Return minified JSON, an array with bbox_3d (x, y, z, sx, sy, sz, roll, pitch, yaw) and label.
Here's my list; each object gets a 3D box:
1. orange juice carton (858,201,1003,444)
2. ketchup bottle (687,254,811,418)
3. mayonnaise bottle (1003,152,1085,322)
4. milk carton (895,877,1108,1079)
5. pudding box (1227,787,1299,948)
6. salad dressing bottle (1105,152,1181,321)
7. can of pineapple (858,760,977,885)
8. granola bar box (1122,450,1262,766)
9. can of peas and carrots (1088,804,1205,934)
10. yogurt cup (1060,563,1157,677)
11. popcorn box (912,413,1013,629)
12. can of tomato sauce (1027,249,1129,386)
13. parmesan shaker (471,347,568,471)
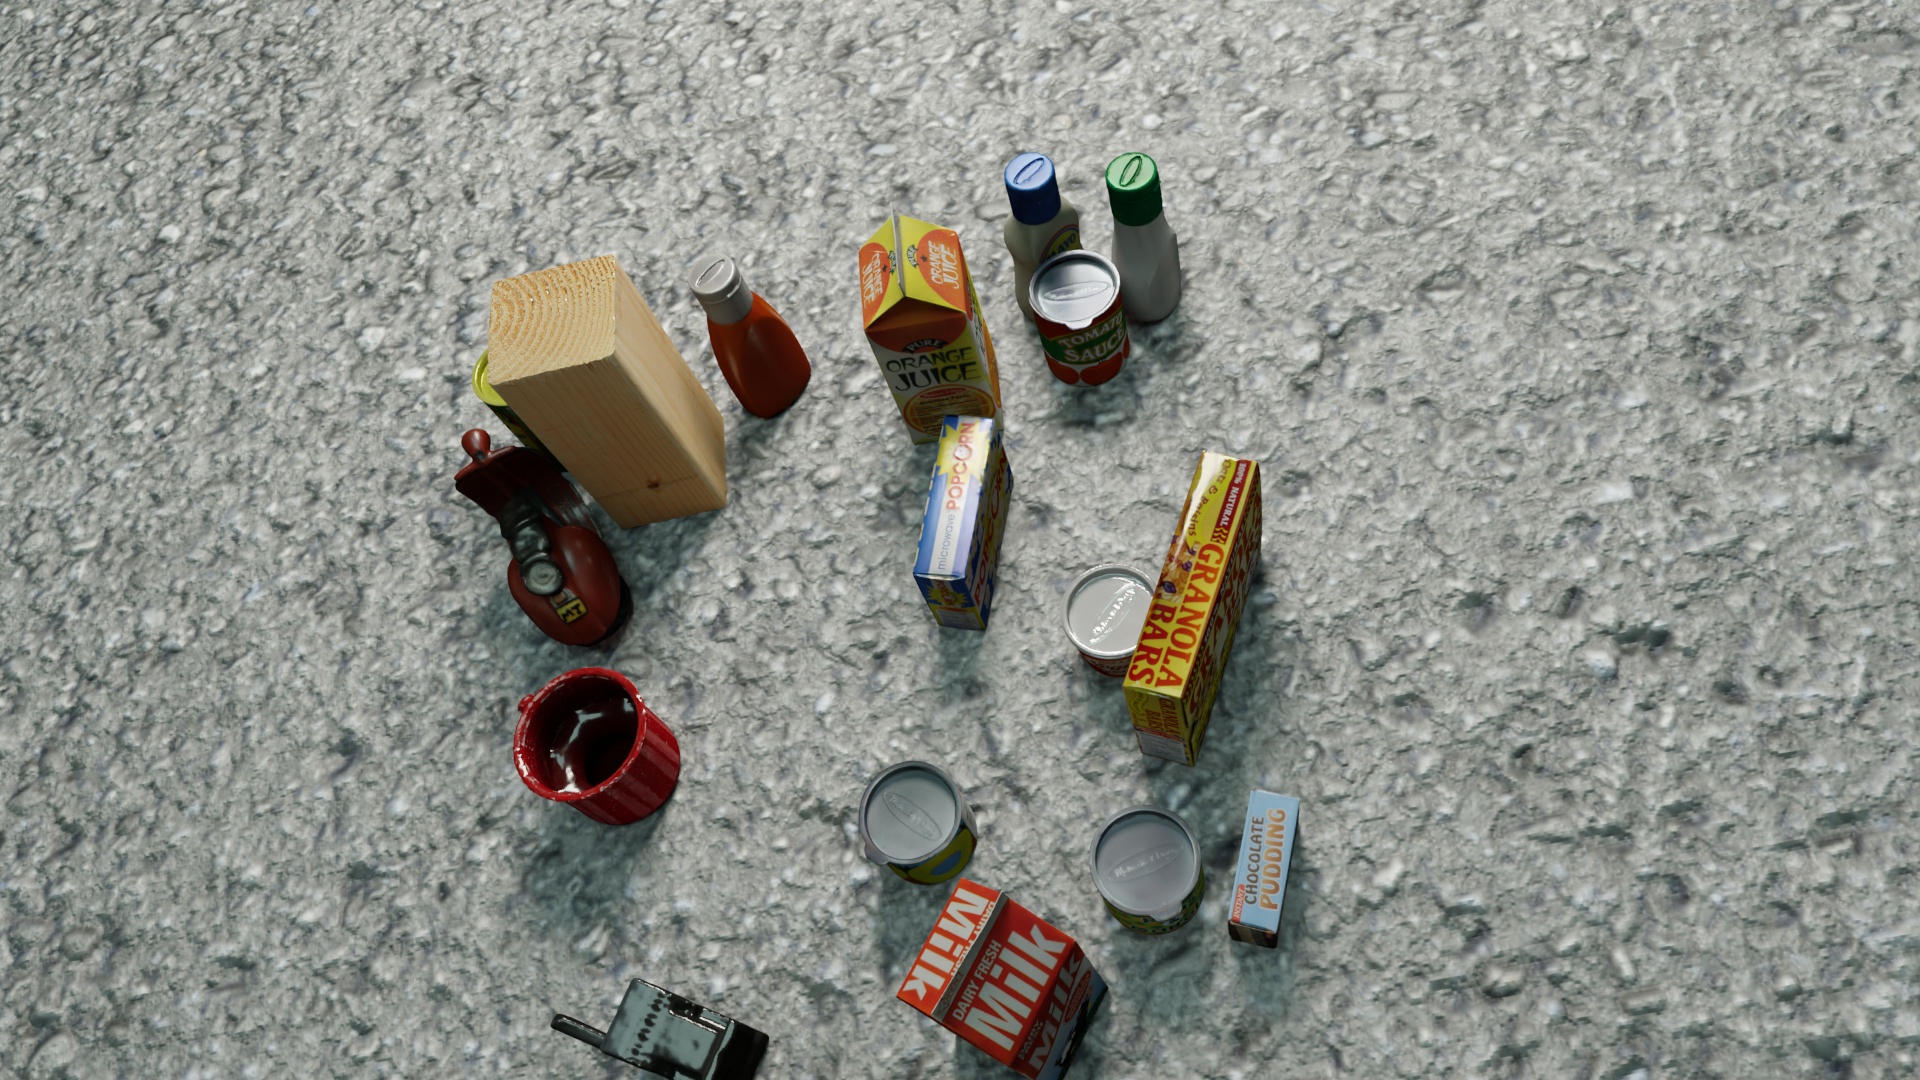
[{"bbox_3d":[-0.023,-0.151,0.985,0.073,0.192,0.072,-10,61,8],"label":"orange juice carton"},{"bbox_3d":[-0.160,-0.155,1.044,0.043,0.148,0.065,33,74,26],"label":"ketchup bottle"},{"bbox_3d":[0.062,-0.223,1.030,0.065,0.147,0.041,-44,62,-11],"label":"mayonnaise bottle"},{"bbox_3d":[0.024,0.244,0.763,0.073,0.189,0.072,23,70,23],"label":"milk carton"},{"bbox_3d":[0.182,0.196,0.833,0.030,0.049,0.084,9,65,17],"label":"pudding box"},{"bbox_3d":[0.132,-0.220,1.012,0.044,0.147,0.064,20,69,22],"label":"salad dressing bottle"},{"bbox_3d":[-0.028,0.182,0.885,0.071,0.057,0.071,-5,61,10],"label":"can of pineapple"},{"bbox_3d":[0.151,0.045,0.879,0.039,0.123,0.166,14,66,20],"label":"granola bar box"},{"bbox_3d":[0.115,0.202,0.840,0.071,0.058,0.071,-5,61,10],"label":"can of peas and carrots"},{"bbox_3d":[0.103,0.056,0.924,0.072,0.053,0.073,-5,61,10],"label":"yogurt cup"},{"bbox_3d":[0.003,-0.012,0.966,0.038,0.085,0.127,3,63,15],"label":"popcorn box"},{"bbox_3d":[0.090,-0.162,1.028,0.071,0.082,0.071,-6,61,10],"label":"can of tomato sauce"},{"bbox_3d":[-0.323,-0.103,1.080,0.071,0.102,0.071,-6,62,10],"label":"parmesan shaker"}]
